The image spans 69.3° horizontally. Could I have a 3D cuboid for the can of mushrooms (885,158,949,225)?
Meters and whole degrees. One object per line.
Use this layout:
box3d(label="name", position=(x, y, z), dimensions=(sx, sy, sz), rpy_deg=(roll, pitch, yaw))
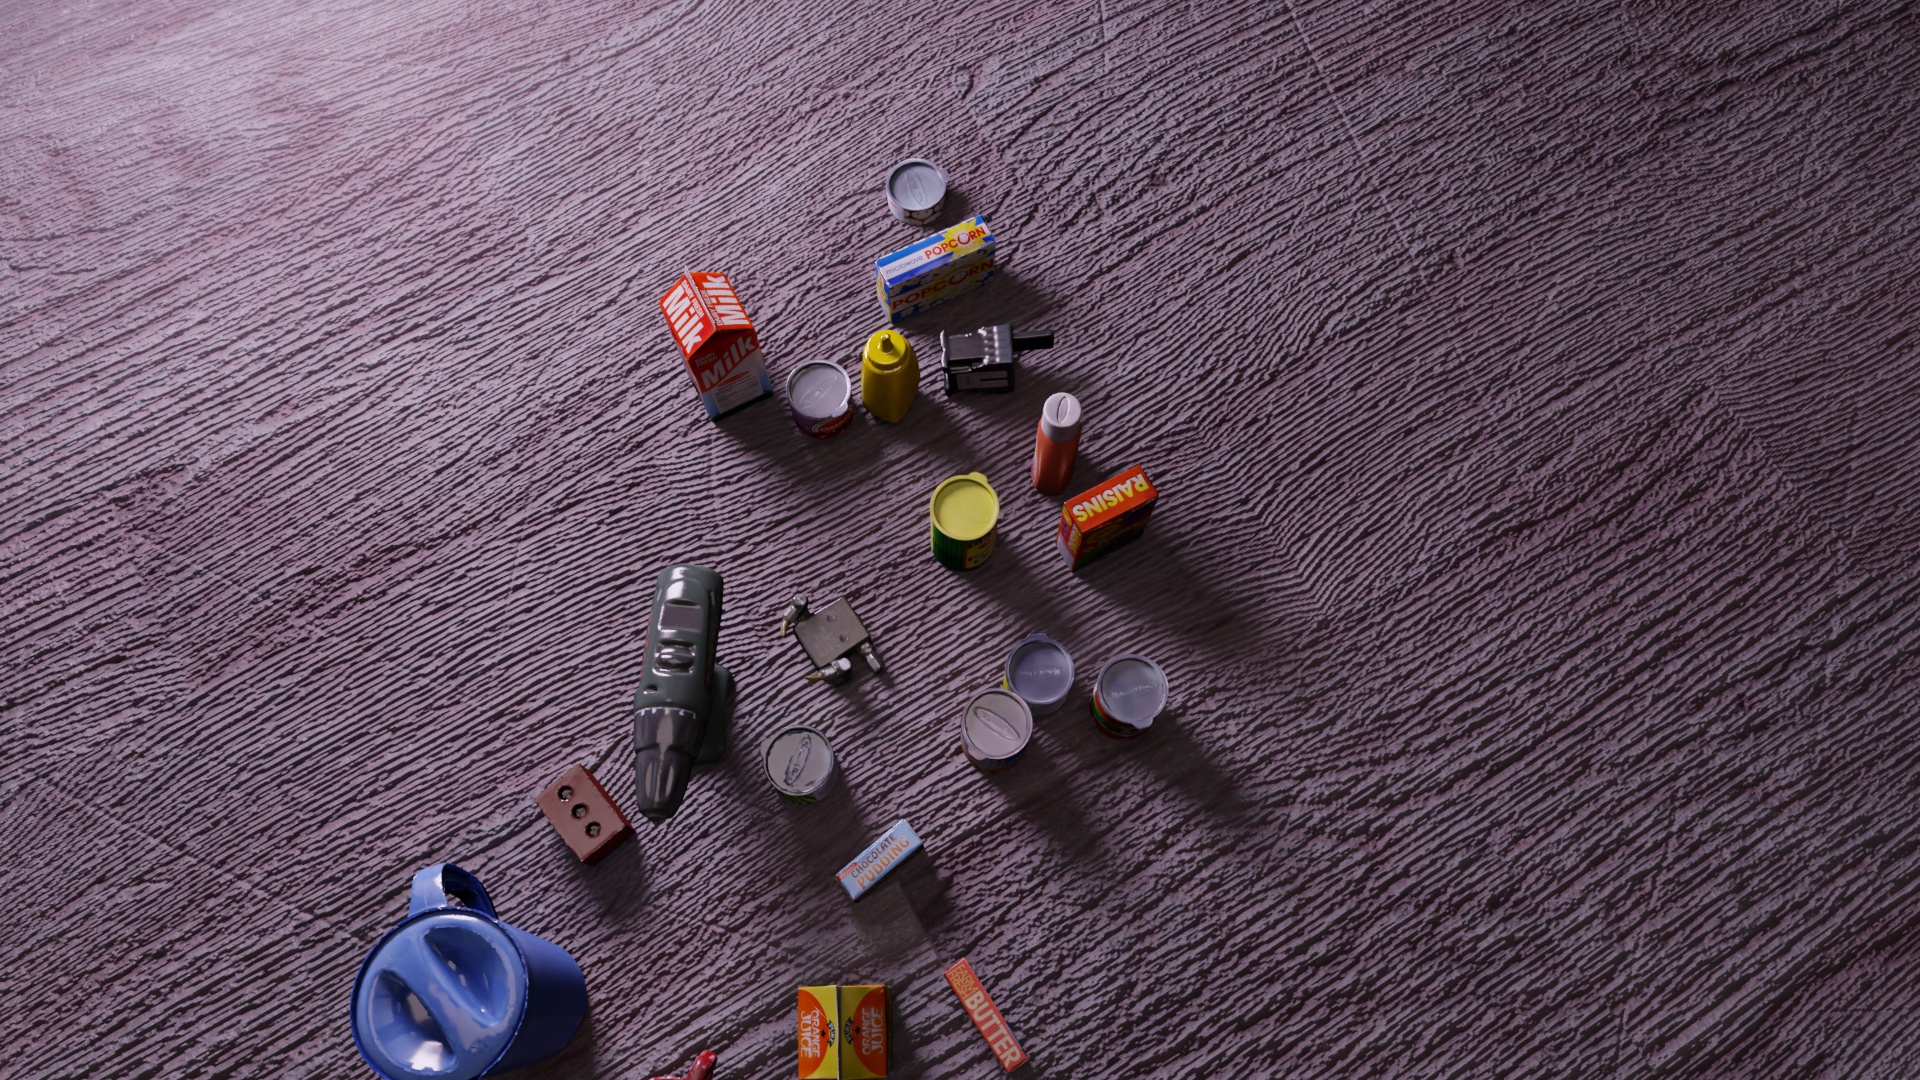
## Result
box3d(label="can of mushrooms", position=(-0.046, -0.384, 1.530), dimensions=(0.071, 0.033, 0.071), rpy_deg=(0, 71, -1))

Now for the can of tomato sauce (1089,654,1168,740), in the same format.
box3d(label="can of tomato sauce", position=(0.159, 0.152, 1.317), dimensions=(0.071, 0.083, 0.071), rpy_deg=(0, 71, 0))

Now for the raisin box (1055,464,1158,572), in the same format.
box3d(label="raisin box", position=(0.141, -0.019, 1.356), dimensions=(0.086, 0.123, 0.040), rpy_deg=(-26, 73, -9))

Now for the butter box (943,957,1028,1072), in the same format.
box3d(label="butter box", position=(0.022, 0.422, 1.236), dimensions=(0.024, 0.053, 0.103), rpy_deg=(-32, 74, -11))

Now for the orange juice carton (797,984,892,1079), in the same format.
box3d(label="orange juice carton", position=(-0.096, 0.412, 1.164), dimensions=(0.073, 0.192, 0.072), rpy_deg=(-2, 71, -1))

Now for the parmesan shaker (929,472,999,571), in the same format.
box3d(label="parmesan shaker", position=(0.005, -0.017, 1.364), dimensions=(0.071, 0.102, 0.071), rpy_deg=(0, 71, 0))

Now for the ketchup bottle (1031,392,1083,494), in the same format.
box3d(label="ketchup bottle", position=(0.096, -0.099, 1.370), dimensions=(0.043, 0.148, 0.065), rpy_deg=(11, 71, 3))

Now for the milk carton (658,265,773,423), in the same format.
box3d(label="milk carton", position=(-0.243, -0.198, 1.379), dimensions=(0.073, 0.190, 0.072), rpy_deg=(-27, 73, -9))

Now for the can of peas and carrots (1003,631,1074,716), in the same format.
box3d(label="can of peas and carrots", position=(0.074, 0.129, 1.337), dimensions=(0.071, 0.058, 0.071), rpy_deg=(0, 71, -1))

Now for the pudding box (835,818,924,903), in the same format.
box3d(label="pudding box", position=(-0.074, 0.296, 1.281), dimensions=(0.084, 0.049, 0.030), rpy_deg=(-38, 75, -13))

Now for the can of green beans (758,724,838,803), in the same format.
box3d(label="can of green beans", position=(-0.149, 0.211, 1.306), dimensions=(0.071, 0.057, 0.071), rpy_deg=(0, 71, -1))

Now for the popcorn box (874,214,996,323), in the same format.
box3d(label="popcorn box", position=(-0.026, -0.286, 1.468), dimensions=(0.127, 0.085, 0.038), rpy_deg=(-25, 73, -9))

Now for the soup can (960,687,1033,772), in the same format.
box3d(label="soup can", position=(0.031, 0.182, 1.305), dimensions=(0.071, 0.083, 0.071), rpy_deg=(0, 71, 0))

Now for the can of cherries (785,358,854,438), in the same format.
box3d(label="can of cherries", position=(-0.143, -0.143, 1.430), dimensions=(0.071, 0.058, 0.071), rpy_deg=(0, 71, -1))

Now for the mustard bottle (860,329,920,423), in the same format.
box3d(label="mustard bottle", position=(-0.072, -0.173, 1.388), dimensions=(0.049, 0.159, 0.065), rpy_deg=(25, 73, 8))
